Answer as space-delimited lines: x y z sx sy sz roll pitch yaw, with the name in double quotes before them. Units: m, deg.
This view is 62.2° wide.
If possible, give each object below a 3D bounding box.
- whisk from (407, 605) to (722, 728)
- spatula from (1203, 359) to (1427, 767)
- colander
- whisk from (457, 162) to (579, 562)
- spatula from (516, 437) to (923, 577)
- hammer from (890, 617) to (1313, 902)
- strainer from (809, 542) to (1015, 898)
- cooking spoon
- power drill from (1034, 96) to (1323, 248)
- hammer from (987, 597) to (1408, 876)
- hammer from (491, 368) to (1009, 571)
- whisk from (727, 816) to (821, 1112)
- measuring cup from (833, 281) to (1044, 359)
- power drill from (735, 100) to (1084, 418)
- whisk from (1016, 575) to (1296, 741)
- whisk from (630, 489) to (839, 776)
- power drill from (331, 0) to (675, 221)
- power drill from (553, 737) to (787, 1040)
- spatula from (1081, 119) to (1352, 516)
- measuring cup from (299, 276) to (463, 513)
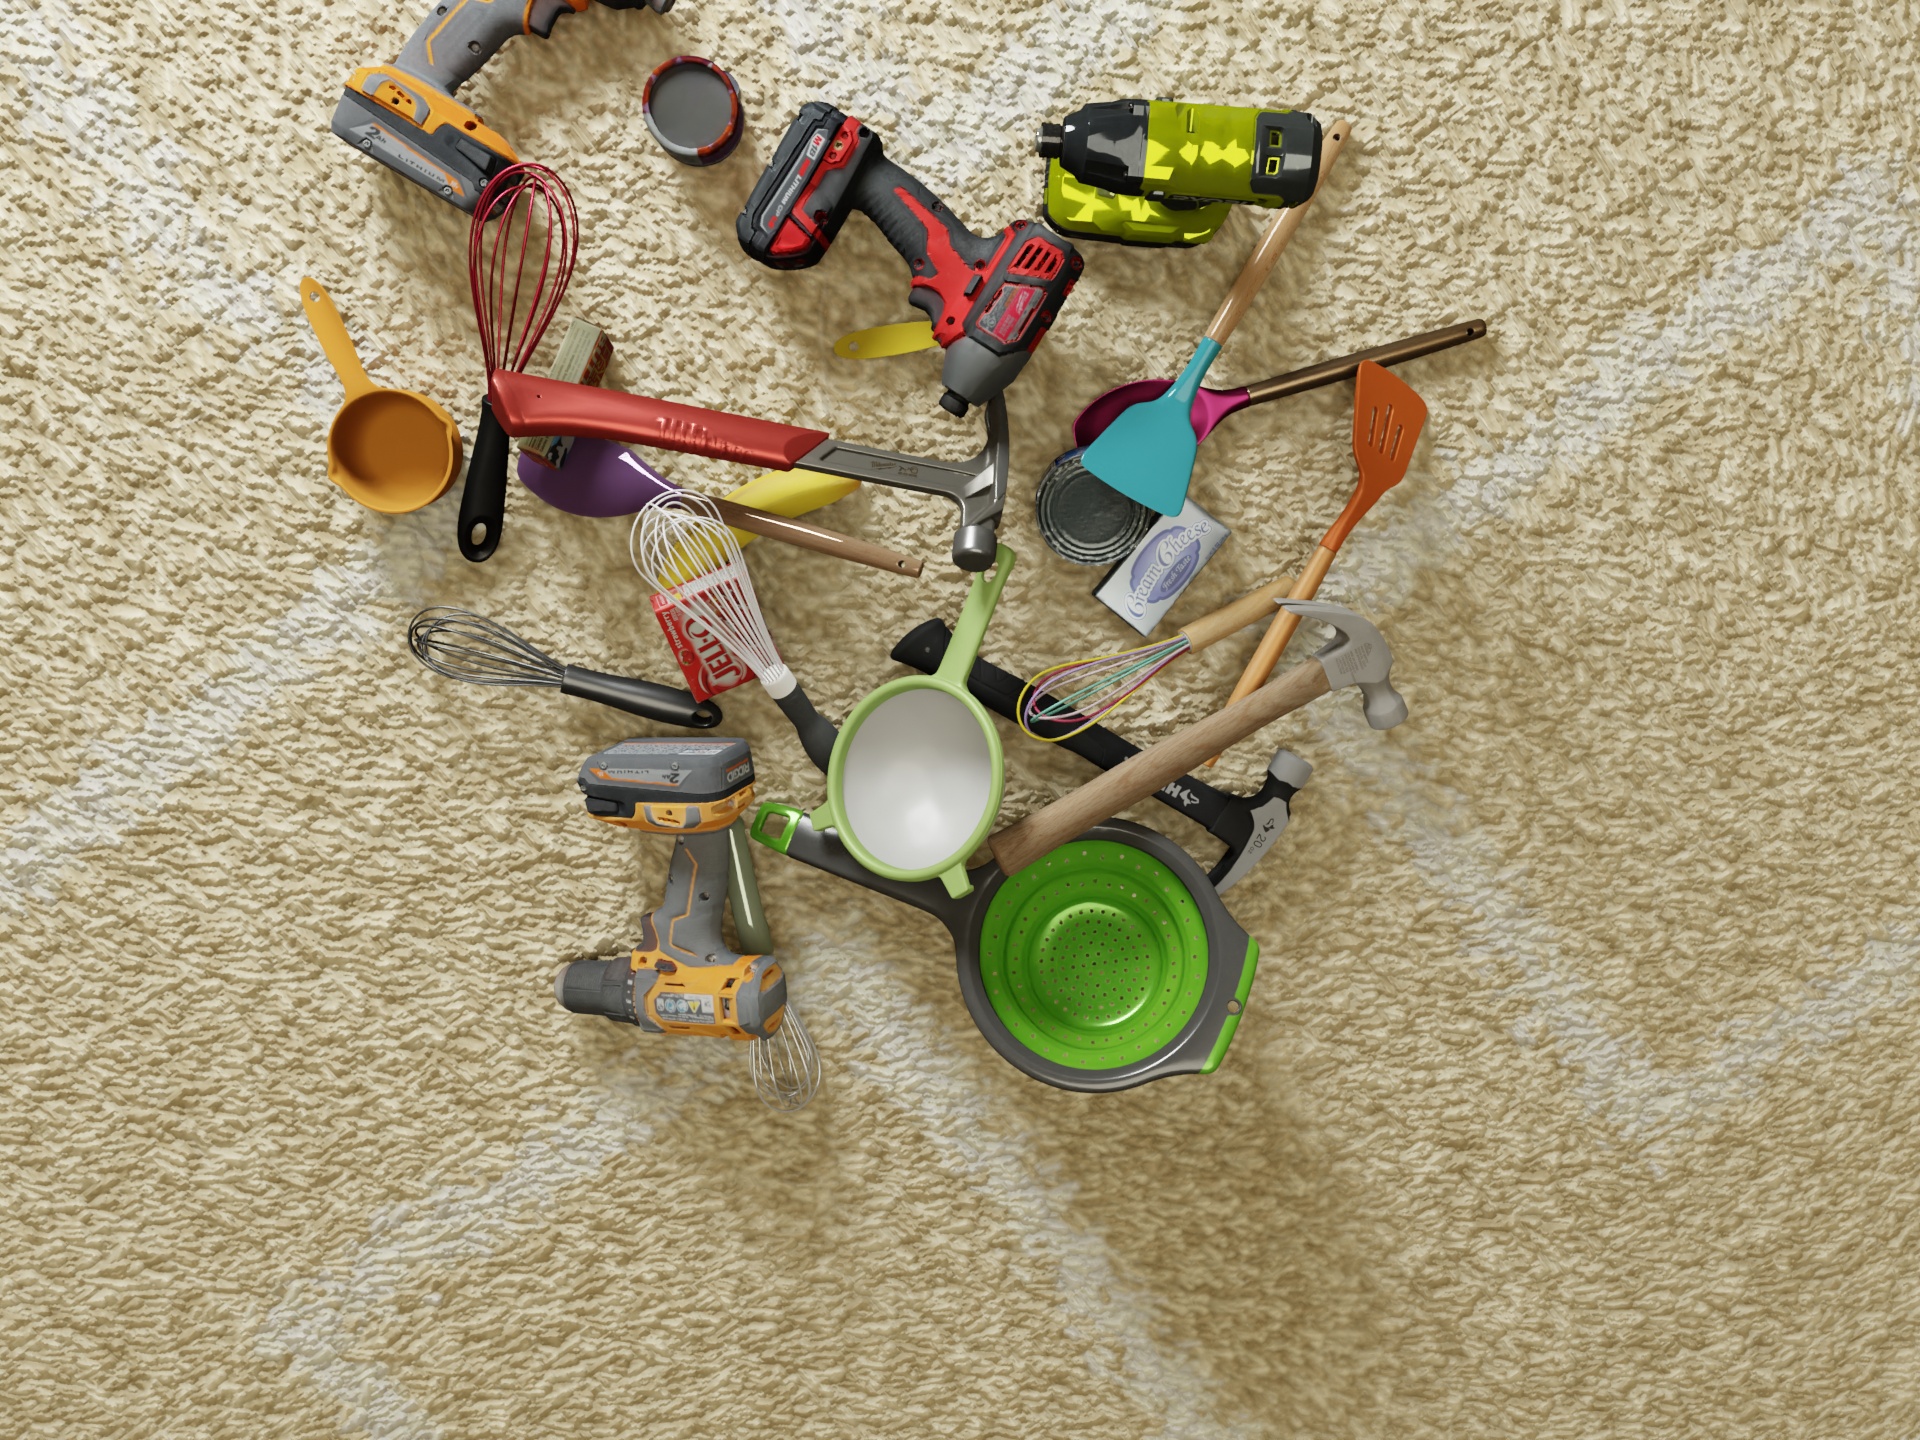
"whisk" -0.294 -0.034 1.192 0.239 0.055 0.055 16 100 -11
"spatula" 0.259 -0.110 1.196 0.081 0.041 0.322 23 100 -33
"colander" 0.027 0.153 1.231 0.397 0.094 0.204 21 78 11
"whisk" -0.319 -0.241 1.111 0.073 0.073 0.295 15 119 -7
"spatula" -0.177 -0.150 1.148 0.316 0.018 0.060 17 94 10
"hammer" 0.097 0.020 1.230 0.334 0.035 0.146 29 98 -9
"strainer" -0.002 -0.004 1.176 0.152 0.069 0.256 22 92 32
"cooking spoon" 0.240 -0.250 1.192 0.319 0.017 0.068 -16 100 0
"power drill" 0.126 -0.366 1.055 0.171 0.223 0.080 3 101 -4
"hammer" 0.169 0.019 1.176 0.331 0.031 0.130 -29 113 -3
"hammer" -0.142 -0.202 1.112 0.359 0.036 0.149 9 64 -11
"whisk" -0.156 0.191 1.248 0.059 0.058 0.246 -17 101 -32
"measuring cup" -0.015 -0.283 1.170 0.156 0.029 0.062 -6 96 9
"power drill" -0.039 -0.319 1.115 0.219 0.078 0.143 31 98 -2
"whisk" 0.150 -0.053 1.193 0.245 0.051 0.047 -27 71 -13
"whisk" -0.148 -0.050 1.147 0.070 0.070 0.284 -30 128 3
"power drill" -0.308 -0.461 1.084 0.164 0.084 0.226 29 95 -11
"power drill" -0.231 0.130 1.201 0.185 0.084 0.226 0 103 19
"spatula" 0.200 -0.298 1.155 0.082 0.044 0.317 31 92 2
"measuring cup" -0.421 -0.233 1.138 0.095 0.052 0.173 -24 100 2
